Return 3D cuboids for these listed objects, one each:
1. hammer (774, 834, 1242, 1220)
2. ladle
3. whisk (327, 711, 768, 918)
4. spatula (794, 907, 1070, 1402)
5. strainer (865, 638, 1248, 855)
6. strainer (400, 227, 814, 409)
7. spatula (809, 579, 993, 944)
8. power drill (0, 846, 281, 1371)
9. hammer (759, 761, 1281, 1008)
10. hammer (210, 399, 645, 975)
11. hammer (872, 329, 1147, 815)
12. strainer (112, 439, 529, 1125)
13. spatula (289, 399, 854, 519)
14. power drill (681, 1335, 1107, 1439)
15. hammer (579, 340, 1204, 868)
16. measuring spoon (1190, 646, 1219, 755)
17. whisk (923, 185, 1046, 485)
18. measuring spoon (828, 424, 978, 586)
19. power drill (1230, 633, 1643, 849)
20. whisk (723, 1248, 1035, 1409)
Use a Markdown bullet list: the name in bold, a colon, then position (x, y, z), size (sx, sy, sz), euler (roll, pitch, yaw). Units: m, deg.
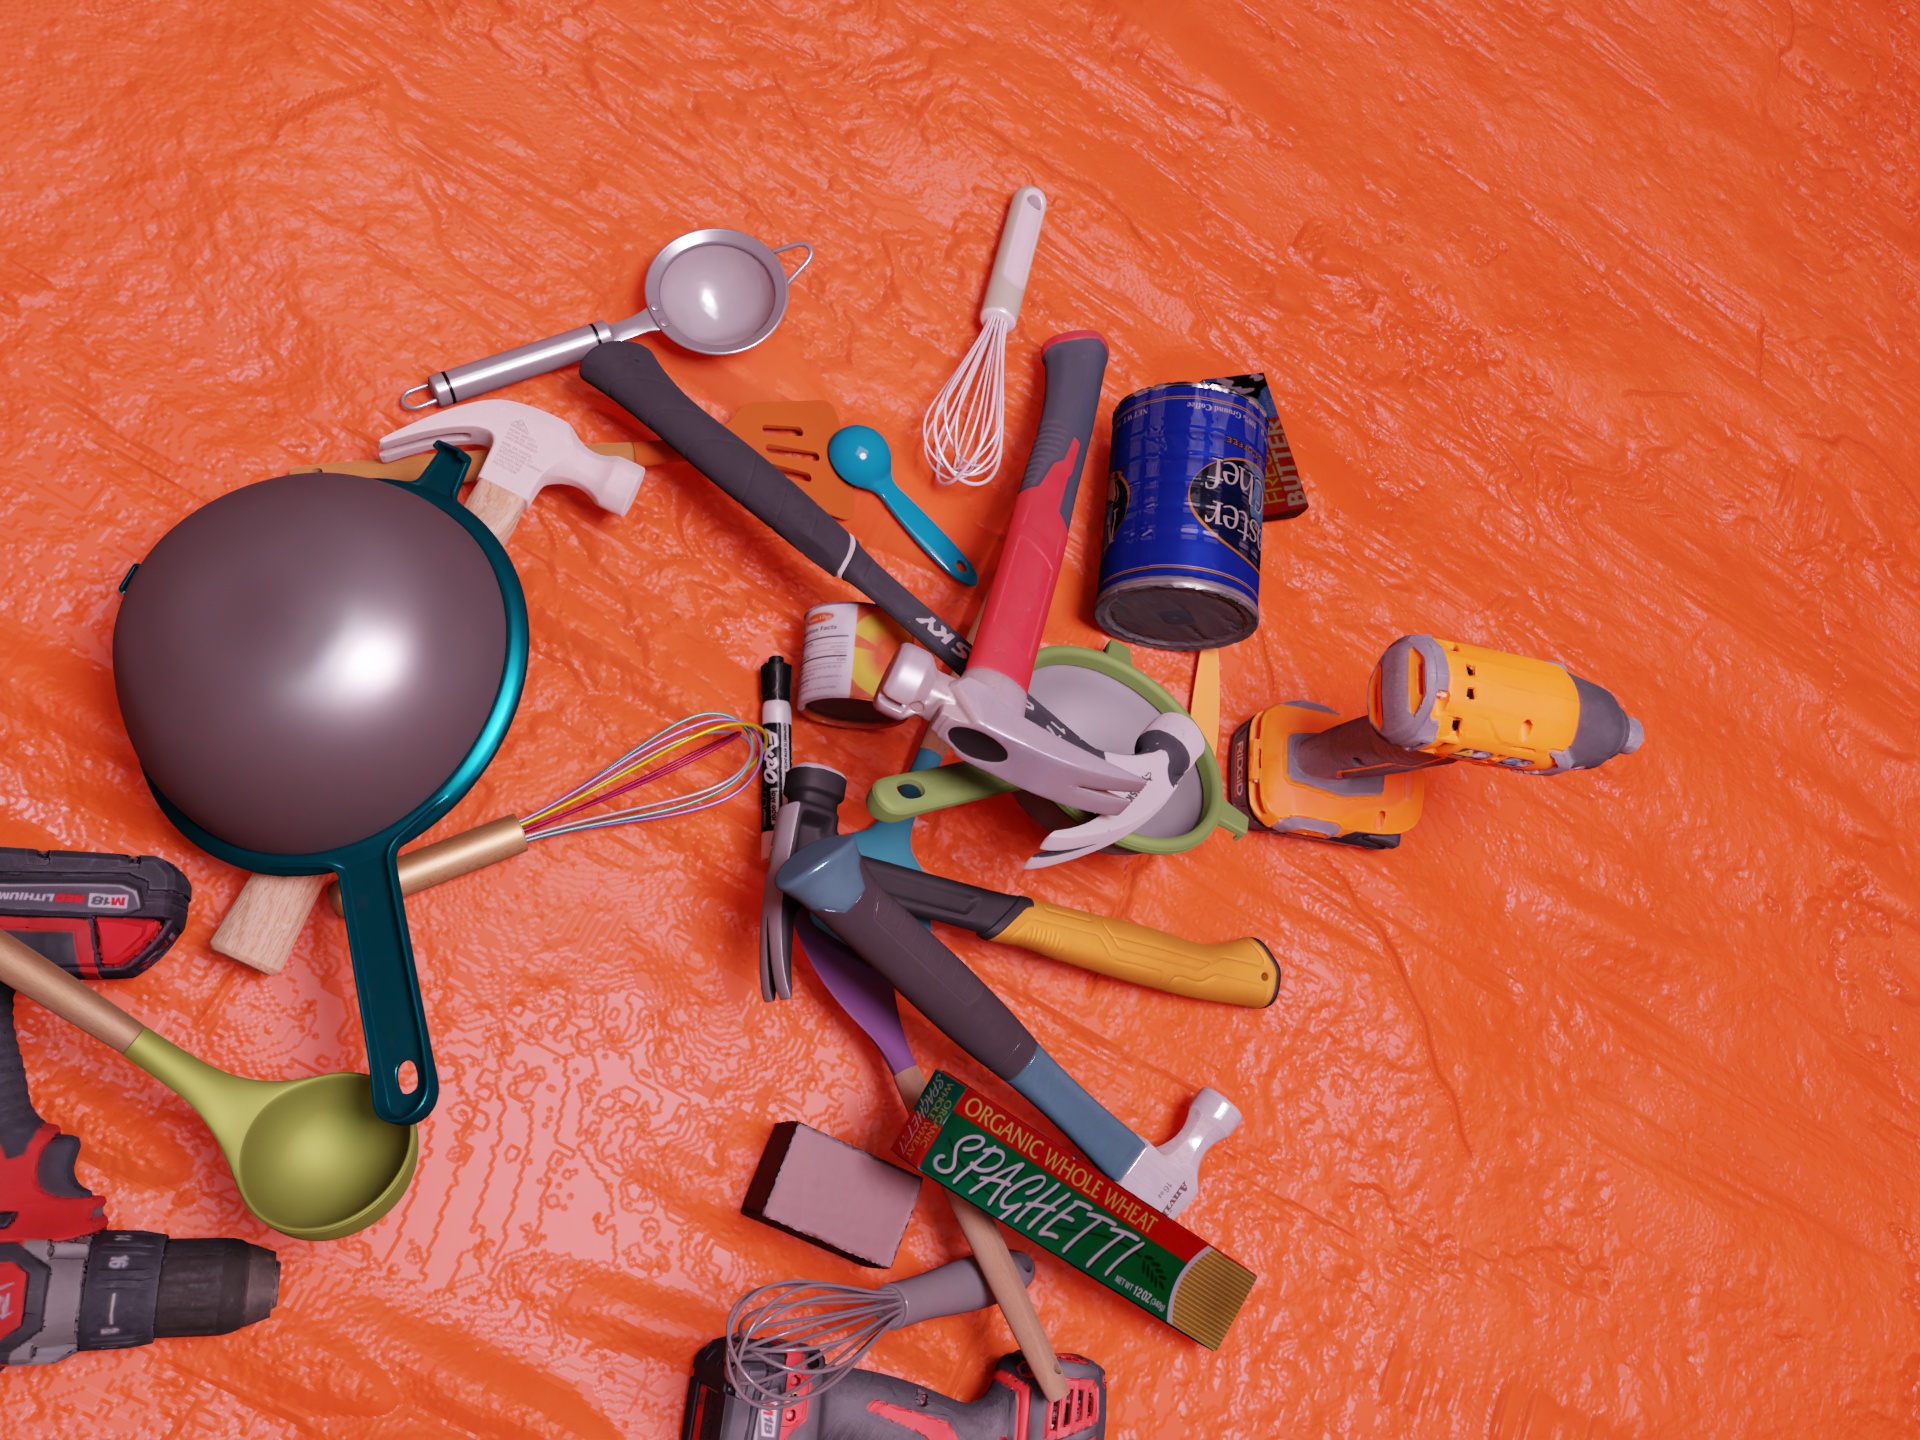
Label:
- **hammer**: position (0.024, 0.172, 0.852), size (0.128, 0.033, 0.330), euler (-50, 117, -14)
- **ladle**: position (-0.375, 0.119, 0.681), size (0.320, 0.062, 0.078), euler (40, 49, -16)
- **whisk**: position (-0.216, 0.049, 0.856), size (0.245, 0.047, 0.051), euler (-21, 84, -21)
- **spatula**: position (-0.020, 0.213, 0.857), size (0.059, 0.018, 0.316), euler (-4, 61, -54)
- **strainer**: position (0.039, 0.039, 0.913), size (0.256, 0.069, 0.152), euler (-11, 59, -41)
- **strainer**: position (-0.206, -0.230, 0.943), size (0.258, 0.050, 0.087), euler (-24, 77, -19)
- **spatula**: position (-0.002, -0.003, 0.947), size (0.082, 0.044, 0.318), euler (31, 68, -19)
- **power drill**: position (-0.405, 0.177, 0.729), size (0.187, 0.080, 0.227), euler (6, 76, -22)
- **hammer**: position (0.045, 0.126, 0.907), size (0.336, 0.034, 0.127), euler (17, 68, -26)
- **hammer**: position (-0.294, -0.026, 0.831), size (0.130, 0.031, 0.331), euler (26, 69, -9)
- **hammer**: position (0.061, -0.110, 0.926), size (0.143, 0.038, 0.387), euler (26, 44, -9)
- **strainer**: position (-0.302, 0.017, 0.732), size (0.211, 0.095, 0.341), euler (-21, 67, 3)
- **spatula**: position (-0.216, -0.148, 0.926), size (0.322, 0.041, 0.081), euler (-7, 76, -18)
- **power drill**: position (-0.030, 0.391, 0.810), size (0.219, 0.078, 0.143), euler (13, 71, -20)
- **hammer**: position (-0.053, -0.076, 0.881), size (0.409, 0.036, 0.149), euler (40, 42, 7)
- **measuring spoon**: position (0.158, -0.013, 1.035), size (0.021, 0.011, 0.117), euler (11, 75, -17)
- **whisk**: position (0.023, -0.254, 1.034), size (0.057, 0.059, 0.246), euler (27, 62, -25)
- **measuring spoon**: position (-0.030, -0.135, 0.988), size (0.128, 0.021, 0.042), euler (47, 50, -4)
- **power drill**: position (0.279, 0.018, 0.950), size (0.164, 0.226, 0.084), euler (10, 72, -18)
- **whisk**: position (-0.032, 0.296, 0.798), size (0.238, 0.055, 0.055), euler (9, 68, -53)
